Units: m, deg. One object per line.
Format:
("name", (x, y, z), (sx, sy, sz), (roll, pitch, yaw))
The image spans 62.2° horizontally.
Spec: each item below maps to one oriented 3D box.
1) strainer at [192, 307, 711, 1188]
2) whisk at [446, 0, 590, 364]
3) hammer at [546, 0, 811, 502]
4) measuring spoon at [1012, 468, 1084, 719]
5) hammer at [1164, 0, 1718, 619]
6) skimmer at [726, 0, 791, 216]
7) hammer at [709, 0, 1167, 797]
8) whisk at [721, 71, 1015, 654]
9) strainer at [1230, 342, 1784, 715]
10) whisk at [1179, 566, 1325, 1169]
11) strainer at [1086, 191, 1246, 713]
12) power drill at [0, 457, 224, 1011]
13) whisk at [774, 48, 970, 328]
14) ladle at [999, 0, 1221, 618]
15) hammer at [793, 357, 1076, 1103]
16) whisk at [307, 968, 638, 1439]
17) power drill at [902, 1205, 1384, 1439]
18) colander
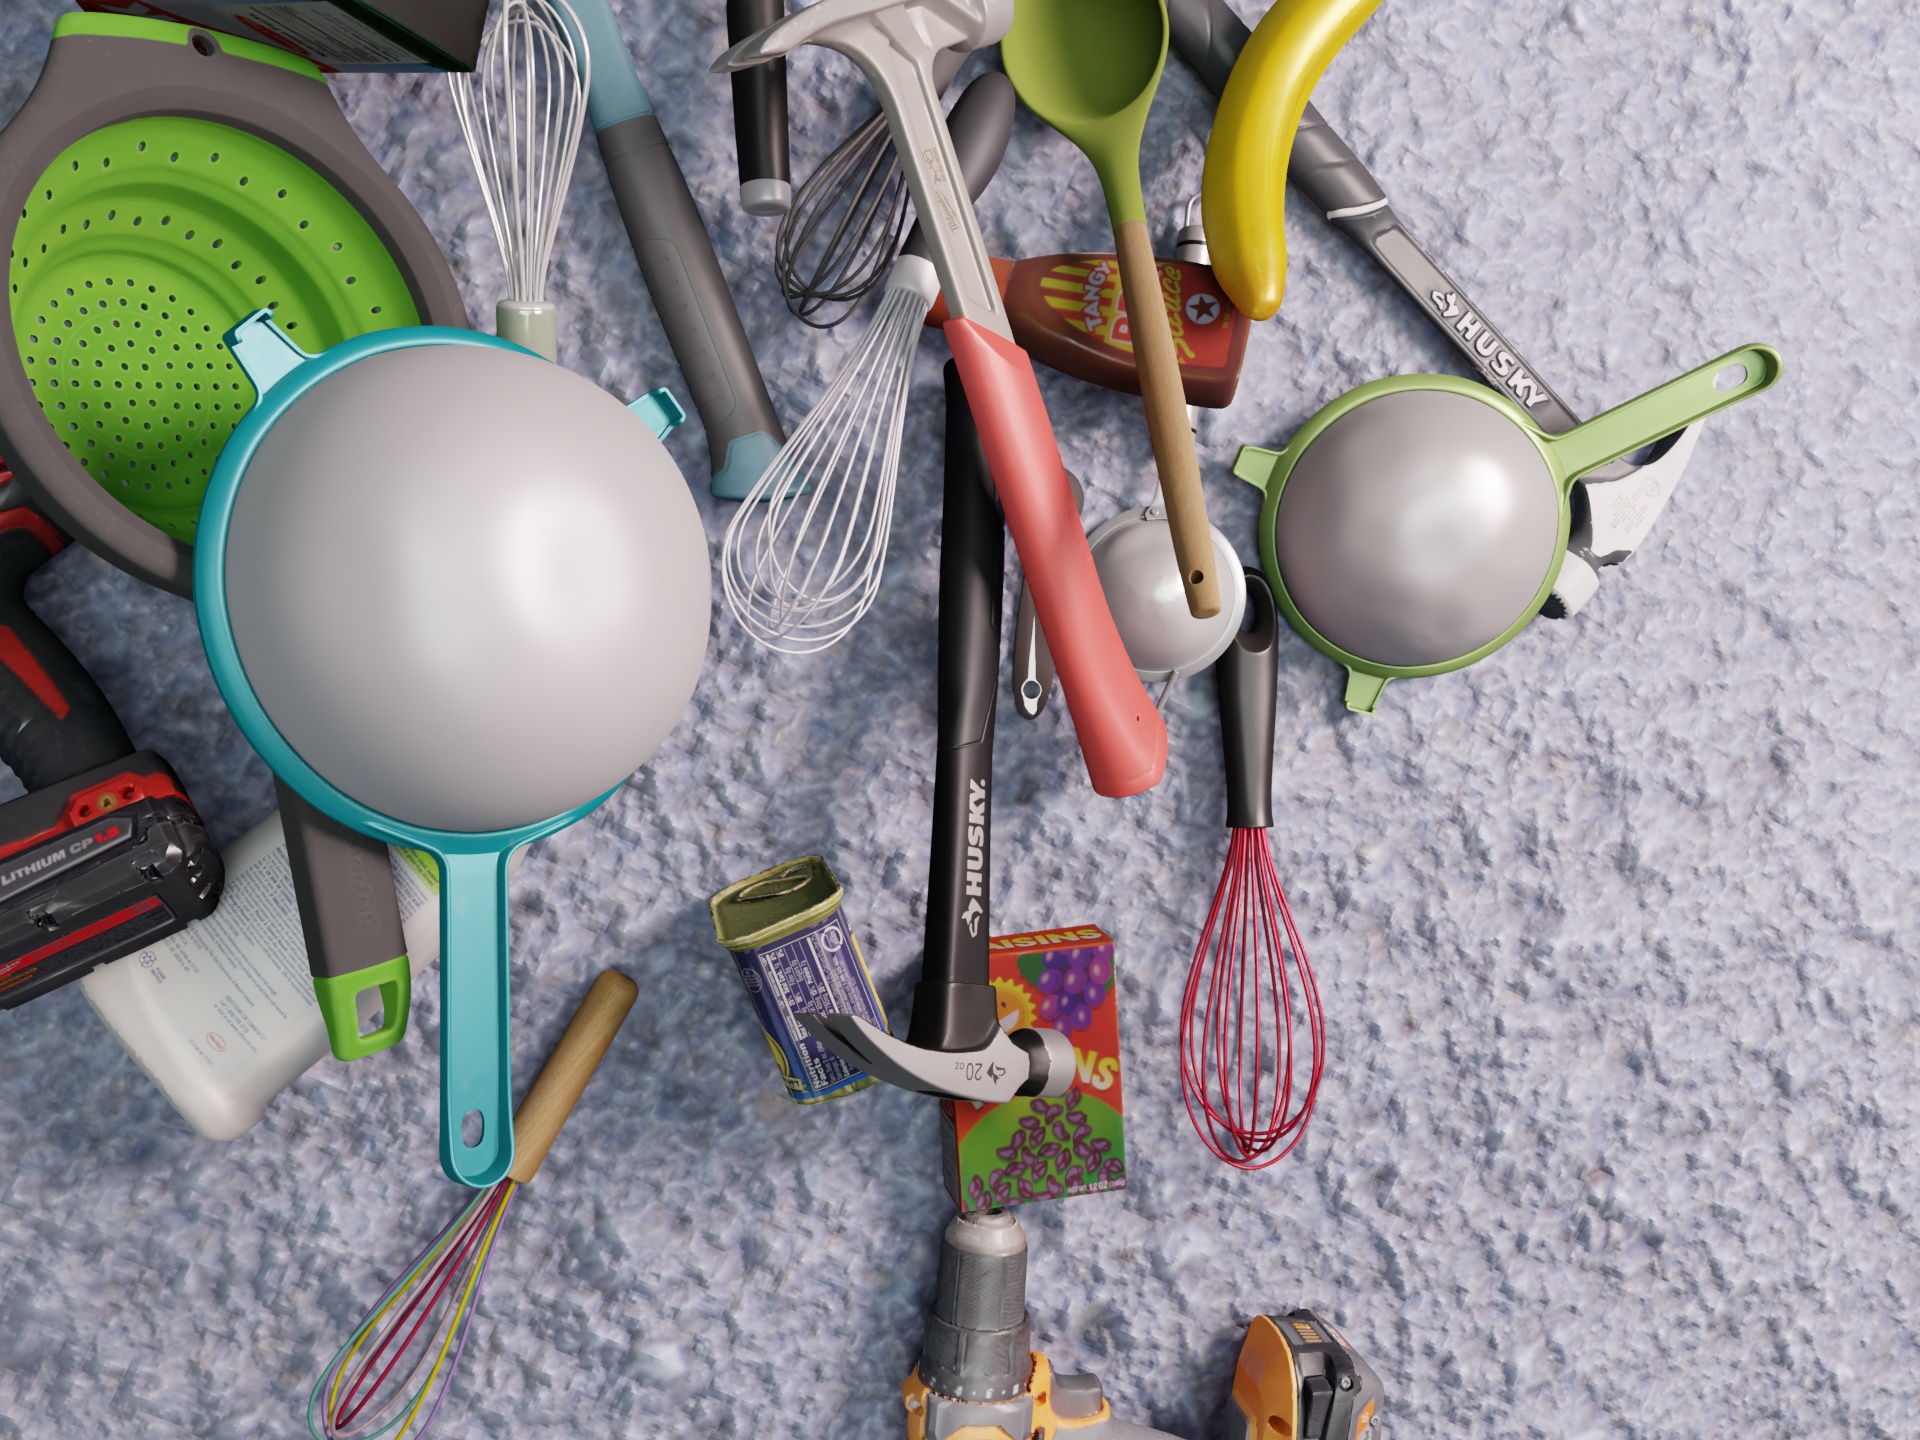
("strainer", (-0.168, 0.010, 0.607), (0.211, 0.095, 0.340), (2, 85, -45))
("whisk", (-0.186, -0.185, 0.678), (0.058, 0.059, 0.246), (2, 109, -7))
("hammer", (-0.145, -0.251, 0.708), (0.128, 0.033, 0.331), (-22, 98, -9))
("measuring spoon", (0.039, -0.062, 0.765), (0.034, 0.018, 0.124), (5, 93, -1))
("hammer", (0.213, -0.242, 0.785), (0.408, 0.036, 0.149), (44, 83, -11))
("skimmer", (-0.074, -0.405, 0.673), (0.127, 0.090, 0.363), (-2, 90, -39))
("hammer", (0.016, -0.124, 0.677), (0.149, 0.037, 0.358), (-37, 117, -39))
("whisk", (-0.032, -0.161, 0.686), (0.070, 0.070, 0.285), (23, 77, -13))
("strainer", (0.268, -0.110, 0.747), (0.256, 0.069, 0.151), (-26, 101, 11))
("whisk", (0.142, 0.072, 0.780), (0.073, 0.073, 0.296), (0, 87, -12))
("strainer", (0.101, -0.128, 0.765), (0.087, 0.050, 0.258), (6, 88, 6))
("power drill", (-0.409, 0.001, 0.607), (0.188, 0.080, 0.227), (-27, 78, -22))
("whisk", (-0.018, -0.284, 0.728), (0.055, 0.055, 0.239), (30, 82, -12))
("ladle", (0.073, -0.195, 0.683), (0.078, 0.062, 0.320), (-16, 69, 21))
("hammer", (-0.001, -0.002, 0.707), (0.146, 0.035, 0.335), (15, 73, -46))
("whisk", (-0.219, 0.222, 0.721), (0.051, 0.047, 0.245), (33, 82, -24))
("power drill", (0.084, 0.331, 0.773), (0.226, 0.084, 0.185), (4, 91, -8))
("colander", (-0.290, -0.061, 0.634), (0.204, 0.094, 0.397), (-14, 97, -54))
